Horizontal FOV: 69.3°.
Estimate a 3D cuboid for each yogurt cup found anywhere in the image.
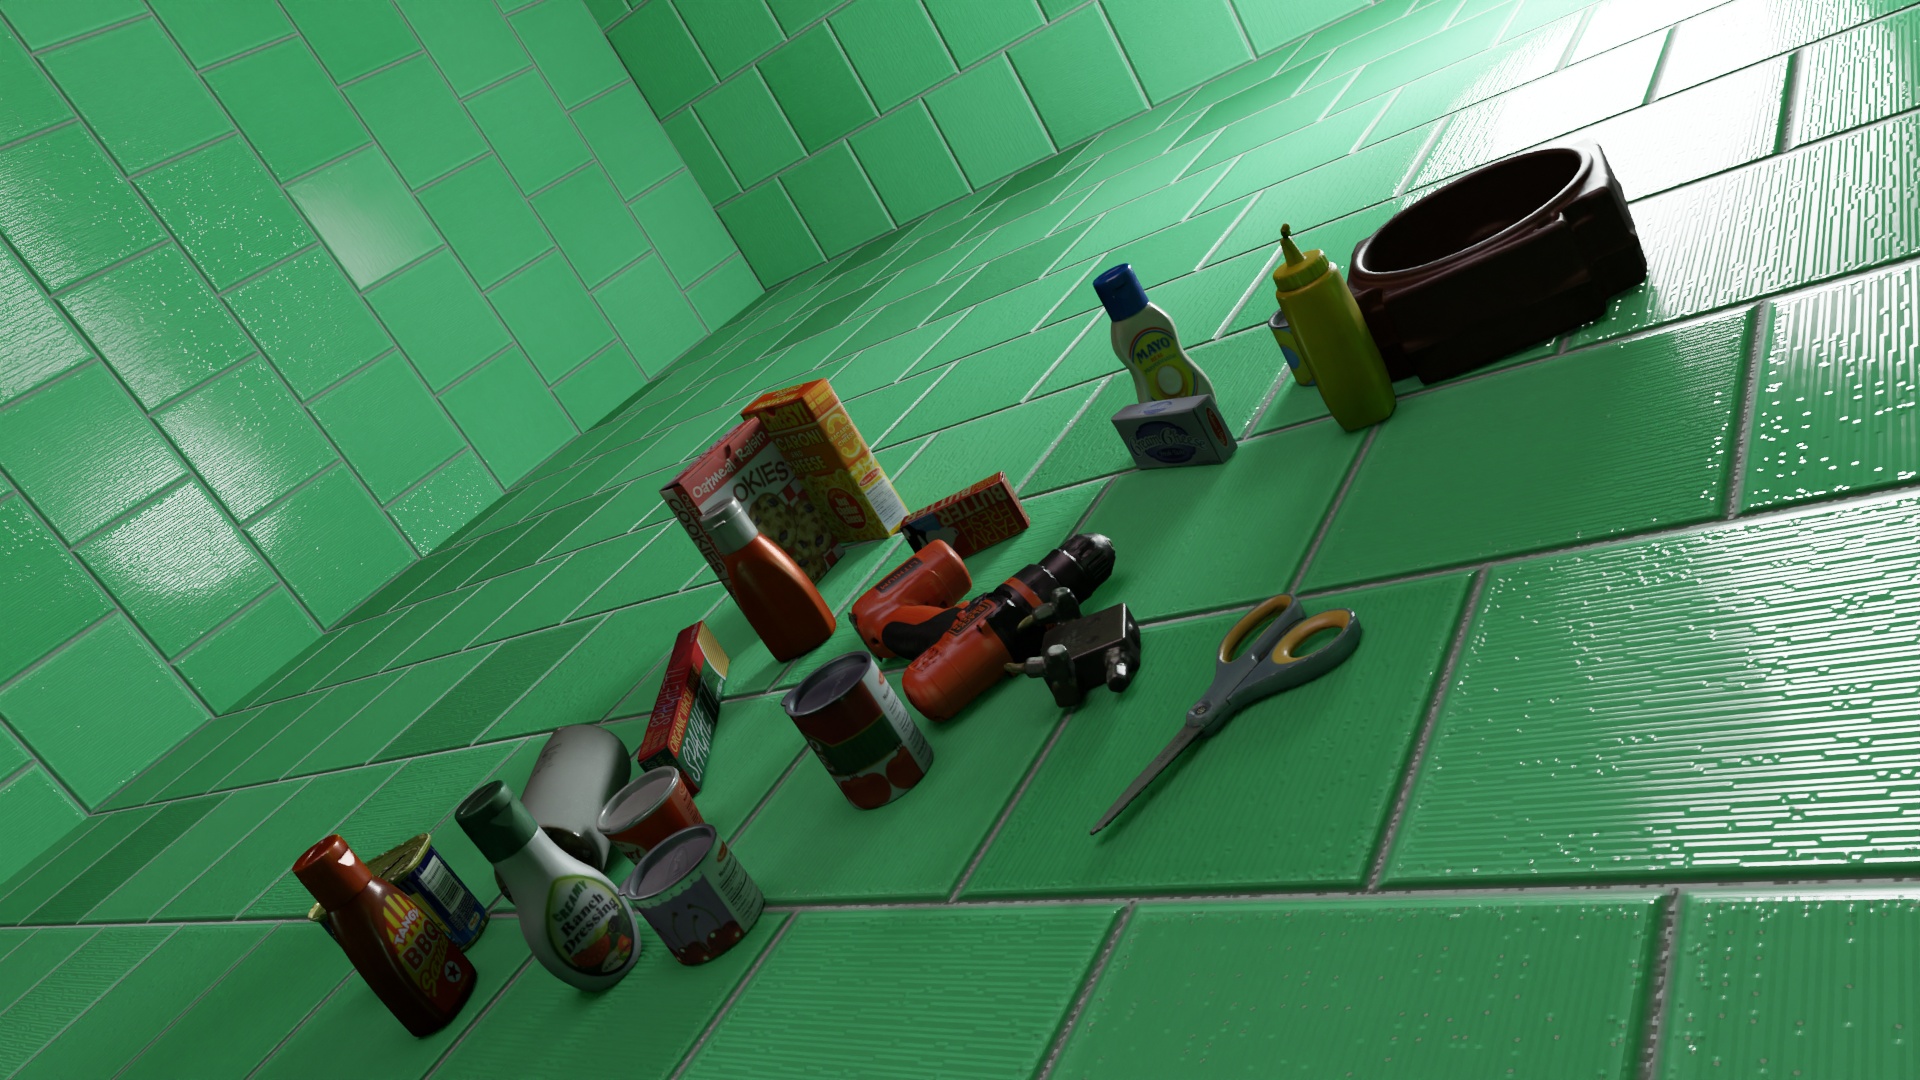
[{"bbox_3d":[-0.218,0.204,0.996,0.072,0.054,0.072,-28,19,11],"label":"yogurt cup"}]

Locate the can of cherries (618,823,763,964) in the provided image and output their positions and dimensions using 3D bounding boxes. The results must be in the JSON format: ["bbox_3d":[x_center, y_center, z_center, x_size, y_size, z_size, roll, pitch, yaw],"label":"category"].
[{"bbox_3d":[-0.168,0.222,0.867,0.071,0.058,0.072,-28,19,11],"label":"can of cherries"}]

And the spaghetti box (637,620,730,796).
[{"bbox_3d":[-0.231,0.141,1.179,0.028,0.050,0.251,-29,19,7],"label":"spaghetti box"}]

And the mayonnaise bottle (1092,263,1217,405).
[{"bbox_3d":[0.163,-0.166,1.195,0.065,0.147,0.041,-30,19,5],"label":"mayonnaise bottle"}]

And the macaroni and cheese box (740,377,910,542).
[{"bbox_3d":[-0.137,-0.076,1.397,0.040,0.166,0.123,-44,22,-32],"label":"macaroni and cheese box"}]

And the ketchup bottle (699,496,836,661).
[{"bbox_3d":[-0.171,0.032,1.207,0.064,0.148,0.044,-28,19,10],"label":"ketchup bottle"}]

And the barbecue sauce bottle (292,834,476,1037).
[{"bbox_3d":[-0.400,0.270,0.960,0.043,0.148,0.065,-27,19,13],"label":"barbecue sauce bottle"}]

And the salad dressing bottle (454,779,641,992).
[{"bbox_3d":[-0.262,0.219,0.880,0.044,0.147,0.064,-10,28,48],"label":"salad dressing bottle"}]

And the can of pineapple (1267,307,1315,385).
[{"bbox_3d":[0.295,-0.168,1.138,0.071,0.057,0.071,-28,19,11],"label":"can of pineapple"}]

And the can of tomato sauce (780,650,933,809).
[{"bbox_3d":[-0.068,0.126,0.916,0.071,0.083,0.071,-28,19,11],"label":"can of tomato sauce"}]

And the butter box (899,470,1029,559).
[{"bbox_3d":[0.004,-0.015,1.206,0.103,0.053,0.024,-25,20,17],"label":"butter box"}]

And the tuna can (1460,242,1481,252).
[{"bbox_3d":[0.410,-0.208,1.102,0.071,0.032,0.071,-28,19,11],"label":"tuna can"}]

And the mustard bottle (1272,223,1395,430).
[{"bbox_3d":[0.264,-0.158,1.004,0.048,0.160,0.065,-22,21,26],"label":"mustard bottle"}]

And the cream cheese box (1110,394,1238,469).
[{"bbox_3d":[0.172,-0.087,1.129,0.024,0.053,0.103,-41,21,-26],"label":"cream cheese box"}]

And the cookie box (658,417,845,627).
[{"bbox_3d":[-0.197,-0.017,1.342,0.040,0.167,0.123,-15,25,41],"label":"cookie box"}]
